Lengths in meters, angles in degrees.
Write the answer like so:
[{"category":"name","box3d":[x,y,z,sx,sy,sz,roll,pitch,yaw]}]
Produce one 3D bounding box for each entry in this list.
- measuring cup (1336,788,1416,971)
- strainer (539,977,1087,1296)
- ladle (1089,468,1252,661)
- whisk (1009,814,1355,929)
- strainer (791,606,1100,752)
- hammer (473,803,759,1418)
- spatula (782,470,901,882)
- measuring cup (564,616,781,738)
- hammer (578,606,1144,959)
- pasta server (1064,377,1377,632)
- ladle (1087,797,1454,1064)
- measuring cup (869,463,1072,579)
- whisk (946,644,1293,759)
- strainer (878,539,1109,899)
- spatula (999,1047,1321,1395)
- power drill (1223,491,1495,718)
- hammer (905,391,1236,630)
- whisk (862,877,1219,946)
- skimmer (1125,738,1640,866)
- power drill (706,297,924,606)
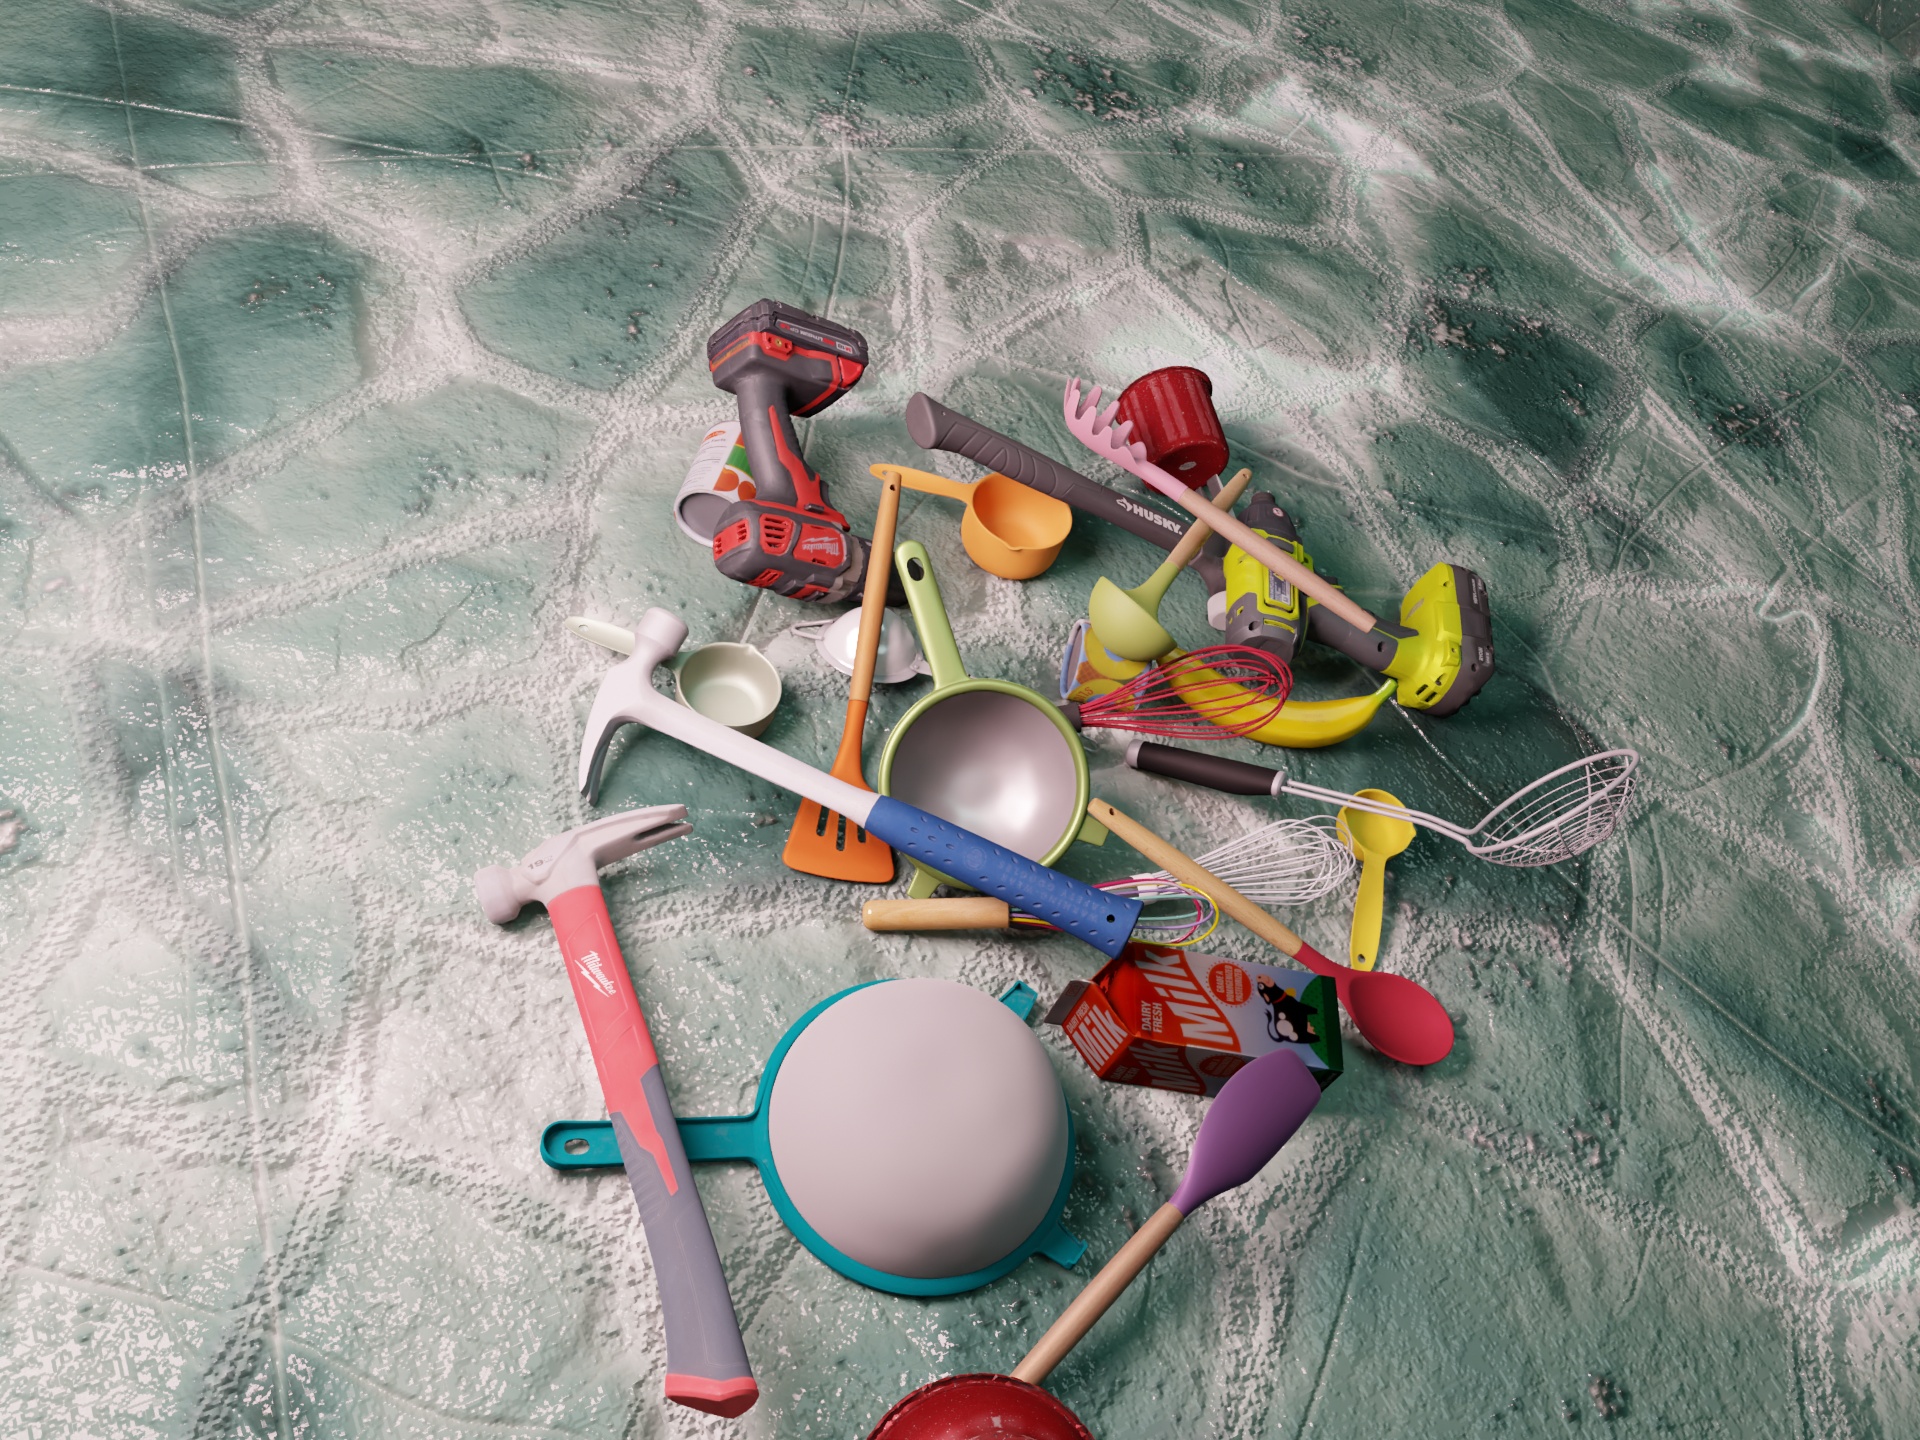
[{"category":"measuring cup","box3d":[0.312,0.127,1.225,0.062,0.029,0.157,17,63,-4]},{"category":"strainer","box3d":[-0.079,0.237,0.971,0.340,0.095,0.211,2,54,-18]},{"category":"ladle","box3d":[0.187,-0.142,1.291,0.078,0.062,0.320,42,44,-1]},{"category":"whisk","box3d":[0.163,0.119,1.164,0.284,0.070,0.070,-9,57,-17]},{"category":"strainer","box3d":[-0.007,-0.035,1.234,0.258,0.050,0.087,25,37,-2]},{"category":"hammer","box3d":[-0.177,0.213,0.935,0.143,0.038,0.387,-21,52,-11]},{"category":"spatula","box3d":[-0.070,-0.038,1.178,0.081,0.041,0.323,10,74,-10]},{"category":"measuring cup","box3d":[-0.214,-0.033,1.170,0.167,0.038,0.083,22,51,2]},{"category":"hammer","box3d":[-0.072,0.063,1.081,0.405,0.035,0.144,24,73,11]},{"category":"pasta server","box3d":[0.206,-0.173,1.284,0.316,0.040,0.060,37,26,11]},{"category":"ladle","box3d":[0.219,0.149,1.134,0.315,0.031,0.069,35,50,-7]},{"category":"measuring cup","box3d":[0.004,-0.172,1.331,0.173,0.052,0.095,16,51,-3]},{"category":"whisk","box3d":[0.108,-0.005,1.202,0.296,0.073,0.073,-10,56,-3]},{"category":"strainer","box3d":[-0.002,-0.004,1.151,0.151,0.069,0.256,-18,88,-6]},{"category":"spatula","box3d":[0.115,0.319,0.980,0.316,0.018,0.059,-41,100,-23]},{"category":"power drill","box3d":[0.329,-0.099,1.339,0.223,0.080,0.171,17,54,-13]},{"category":"hammer","box3d":[0.102,-0.193,1.321,0.334,0.035,0.146,21,52,-26]},{"category":"whisk","box3d":[0.055,0.134,1.092,0.245,0.051,0.047,-1,77,2]},{"category":"skimmer","box3d":[0.293,0.032,1.153,0.363,0.090,0.127,13,25,26]},{"category":"power drill","box3d":[-0.111,-0.197,1.249,0.187,0.080,0.227,10,66,-42]}]
